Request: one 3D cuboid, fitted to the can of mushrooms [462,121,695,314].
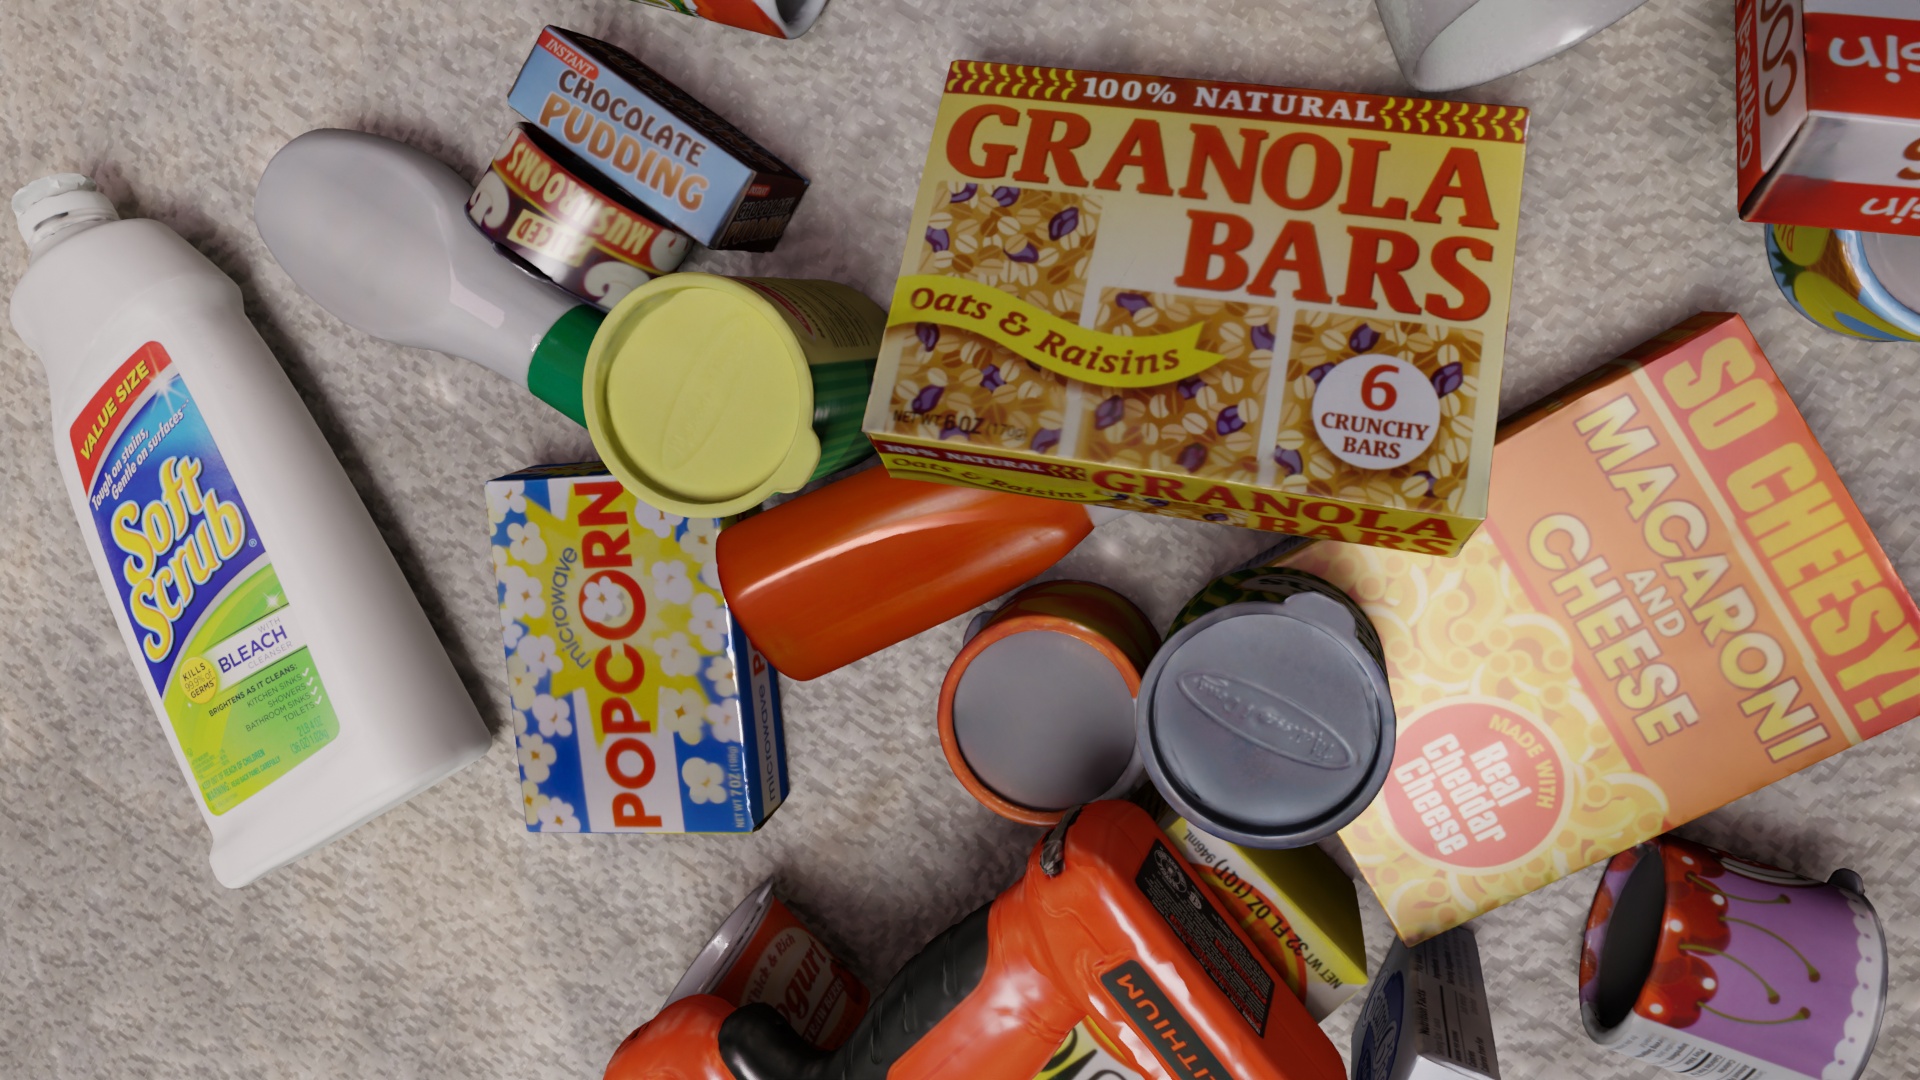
[{"bbox_3d":[-0.121,-0.102,0.443,0.071,0.071,0.033,37,103,5],"label":"can of mushrooms"}]

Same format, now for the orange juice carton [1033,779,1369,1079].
[{"bbox_3d":[0.034,0.158,0.447,0.072,0.073,0.192,45,105,3],"label":"orange juice carton"}]

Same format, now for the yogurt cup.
[{"bbox_3d":[-0.068,0.162,0.477,0.054,0.072,0.072,38,105,-4],"label":"yogurt cup"}]

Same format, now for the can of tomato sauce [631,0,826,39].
[{"bbox_3d":[-0.084,-0.193,0.423,0.083,0.071,0.071,17,102,9],"label":"can of tomato sauce"}]

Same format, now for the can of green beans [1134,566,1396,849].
[{"bbox_3d":[0.085,0.044,0.385,0.071,0.058,0.071,2,99,15],"label":"can of green beans"}]

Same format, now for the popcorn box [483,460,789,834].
[{"bbox_3d":[-0.110,0.036,0.478,0.085,0.038,0.126,-3,98,14],"label":"popcorn box"}]

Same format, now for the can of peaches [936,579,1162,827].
[{"bbox_3d":[0.028,0.049,0.439,0.071,0.058,0.071,2,100,12],"label":"can of peaches"}]

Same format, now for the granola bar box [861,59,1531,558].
[{"bbox_3d":[0.067,-0.069,0.398,0.165,0.039,0.124,9,74,11],"label":"granola bar box"}]

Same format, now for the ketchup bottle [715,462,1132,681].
[{"bbox_3d":[0.002,-0.005,0.438,0.149,0.064,0.044,-23,52,8],"label":"ketchup bottle"}]

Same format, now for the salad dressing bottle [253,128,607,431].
[{"bbox_3d":[-0.165,-0.083,0.471,0.148,0.044,0.064,33,108,5],"label":"salad dressing bottle"}]

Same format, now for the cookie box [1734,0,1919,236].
[{"bbox_3d":[0.254,-0.147,0.327,0.123,0.040,0.168,8,67,11],"label":"cookie box"}]

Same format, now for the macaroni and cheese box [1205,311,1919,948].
[{"bbox_3d":[0.175,0.027,0.412,0.166,0.040,0.123,-31,90,16],"label":"macaroni and cheese box"}]

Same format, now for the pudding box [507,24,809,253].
[{"bbox_3d":[-0.095,-0.127,0.444,0.084,0.050,0.030,36,106,6],"label":"pudding box"}]

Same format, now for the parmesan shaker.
[{"bbox_3d":[-0.057,-0.045,0.421,0.071,0.103,0.071,2,99,13],"label":"parmesan shaker"}]

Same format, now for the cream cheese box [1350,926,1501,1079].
[{"bbox_3d":[0.134,0.153,0.408,0.024,0.104,0.053,22,102,13],"label":"cream cheese box"}]

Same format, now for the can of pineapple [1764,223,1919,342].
[{"bbox_3d":[0.256,-0.086,0.367,0.071,0.058,0.071,2,99,13],"label":"can of pineapple"}]

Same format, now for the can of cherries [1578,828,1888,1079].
[{"bbox_3d":[0.222,0.121,0.404,0.058,0.071,0.071,17,102,11],"label":"can of cherries"}]
